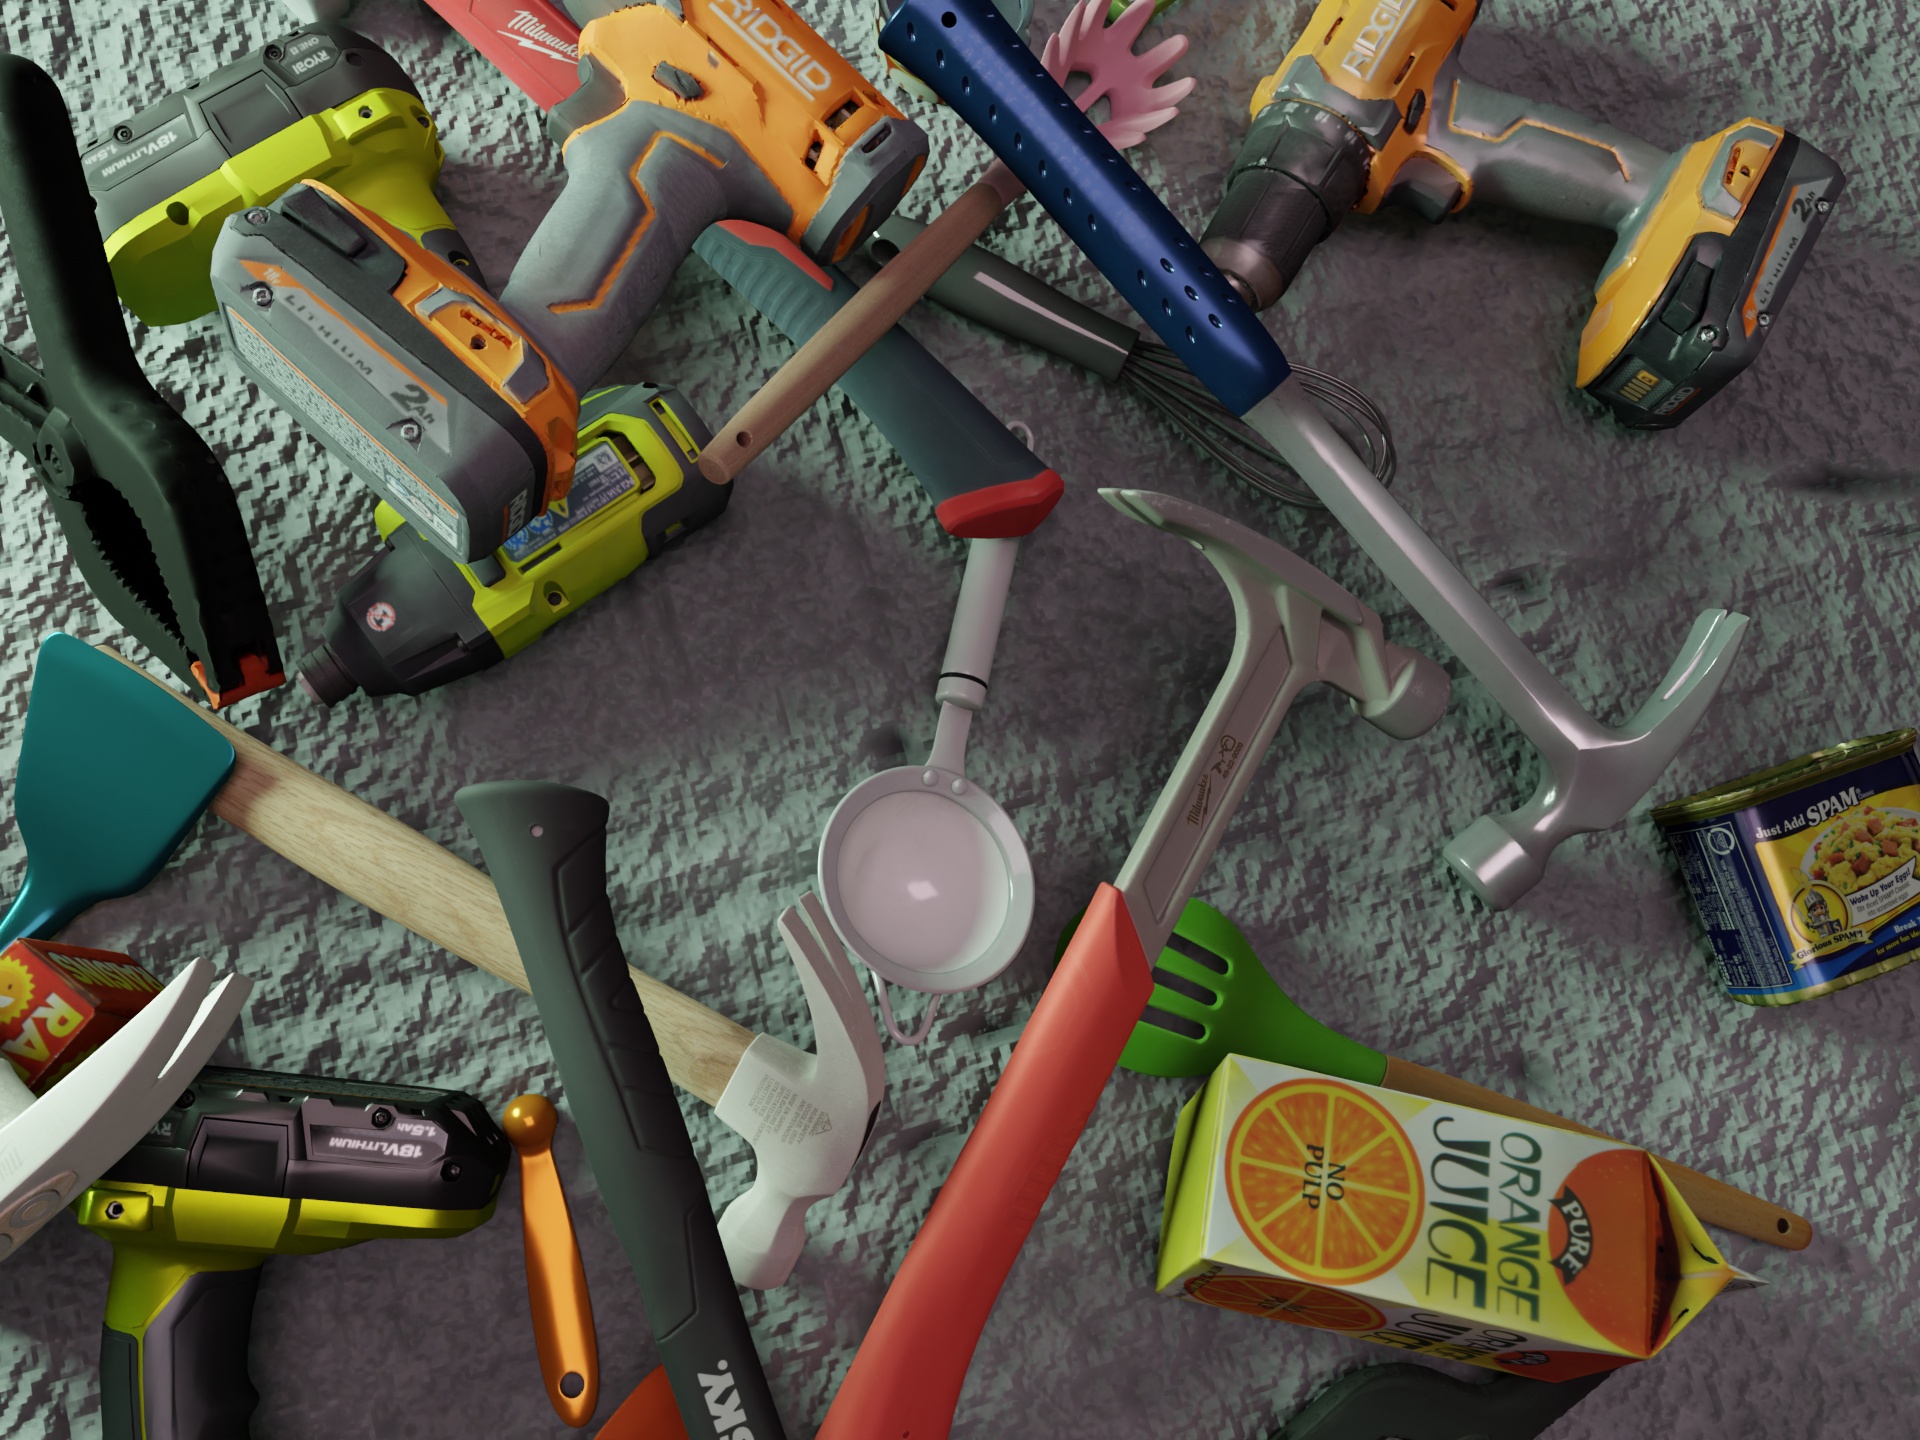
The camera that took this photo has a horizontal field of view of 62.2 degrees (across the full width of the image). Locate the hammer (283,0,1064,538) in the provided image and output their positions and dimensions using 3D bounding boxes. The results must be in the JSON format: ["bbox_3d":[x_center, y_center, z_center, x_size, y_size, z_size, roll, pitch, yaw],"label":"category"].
[{"bbox_3d":[-0.097,-0.221,0.633,0.386,0.038,0.143,44,75,7],"label":"hammer"}]

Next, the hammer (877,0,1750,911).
[{"bbox_3d":[0.127,-0.119,0.599,0.144,0.035,0.405,-42,96,6],"label":"hammer"}]

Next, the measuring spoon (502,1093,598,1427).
[{"bbox_3d":[-0.146,0.192,0.566,0.021,0.011,0.117,-11,80,-9],"label":"measuring spoon"}]

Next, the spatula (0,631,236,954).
[{"bbox_3d":[-0.368,0.120,0.538,0.082,0.044,0.317,33,77,3],"label":"spatula"}]

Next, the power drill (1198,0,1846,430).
[{"bbox_3d":[0.222,-0.209,0.663,0.226,0.084,0.185,31,77,4],"label":"power drill"}]

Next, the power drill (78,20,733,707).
[{"bbox_3d":[-0.217,-0.127,0.593,0.171,0.080,0.223,-36,88,-13],"label":"power drill"}]

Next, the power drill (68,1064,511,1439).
[{"bbox_3d":[-0.217,0.236,0.517,0.190,0.080,0.228,8,80,-8],"label":"power drill"}]

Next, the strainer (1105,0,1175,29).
[{"bbox_3d":[0.163,-0.391,0.697,0.256,0.069,0.151,-40,86,-14],"label":"strainer"}]

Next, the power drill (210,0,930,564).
[{"bbox_3d":[-0.138,-0.182,0.544,0.164,0.084,0.226,43,68,-4],"label":"power drill"}]

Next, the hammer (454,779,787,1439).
[{"bbox_3d":[-0.094,0.176,0.503,0.146,0.035,0.335,-19,87,-14],"label":"hammer"}]

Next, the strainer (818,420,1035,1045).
[{"bbox_3d":[-0.001,-0.002,0.611,0.086,0.050,0.259,20,70,-19],"label":"strainer"}]

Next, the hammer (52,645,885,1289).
[{"bbox_3d":[-0.176,0.065,0.562,0.331,0.031,0.130,30,106,5],"label":"hammer"}]

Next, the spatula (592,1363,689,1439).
[{"bbox_3d":[-0.006,0.350,0.535,0.322,0.041,0.081,40,56,1],"label":"spatula"}]

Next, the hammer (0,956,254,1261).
[{"bbox_3d":[-0.398,0.002,0.509,0.146,0.038,0.411,-44,71,-13],"label":"hammer"}]

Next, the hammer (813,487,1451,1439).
[{"bbox_3d":[0.034,0.104,0.552,0.149,0.037,0.359,29,88,-21],"label":"hammer"}]

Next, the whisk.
[{"bbox_3d":[0.067,-0.150,0.648,0.239,0.055,0.055,26,76,3],"label":"whisk"}]

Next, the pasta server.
[{"bbox_3d":[0.000,-0.189,0.605,0.060,0.040,0.316,45,55,-12],"label":"pasta server"}]

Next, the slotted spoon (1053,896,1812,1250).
[{"bbox_3d":[0.185,0.142,0.611,0.313,0.031,0.070,22,77,-4],"label":"slotted spoon"}]
